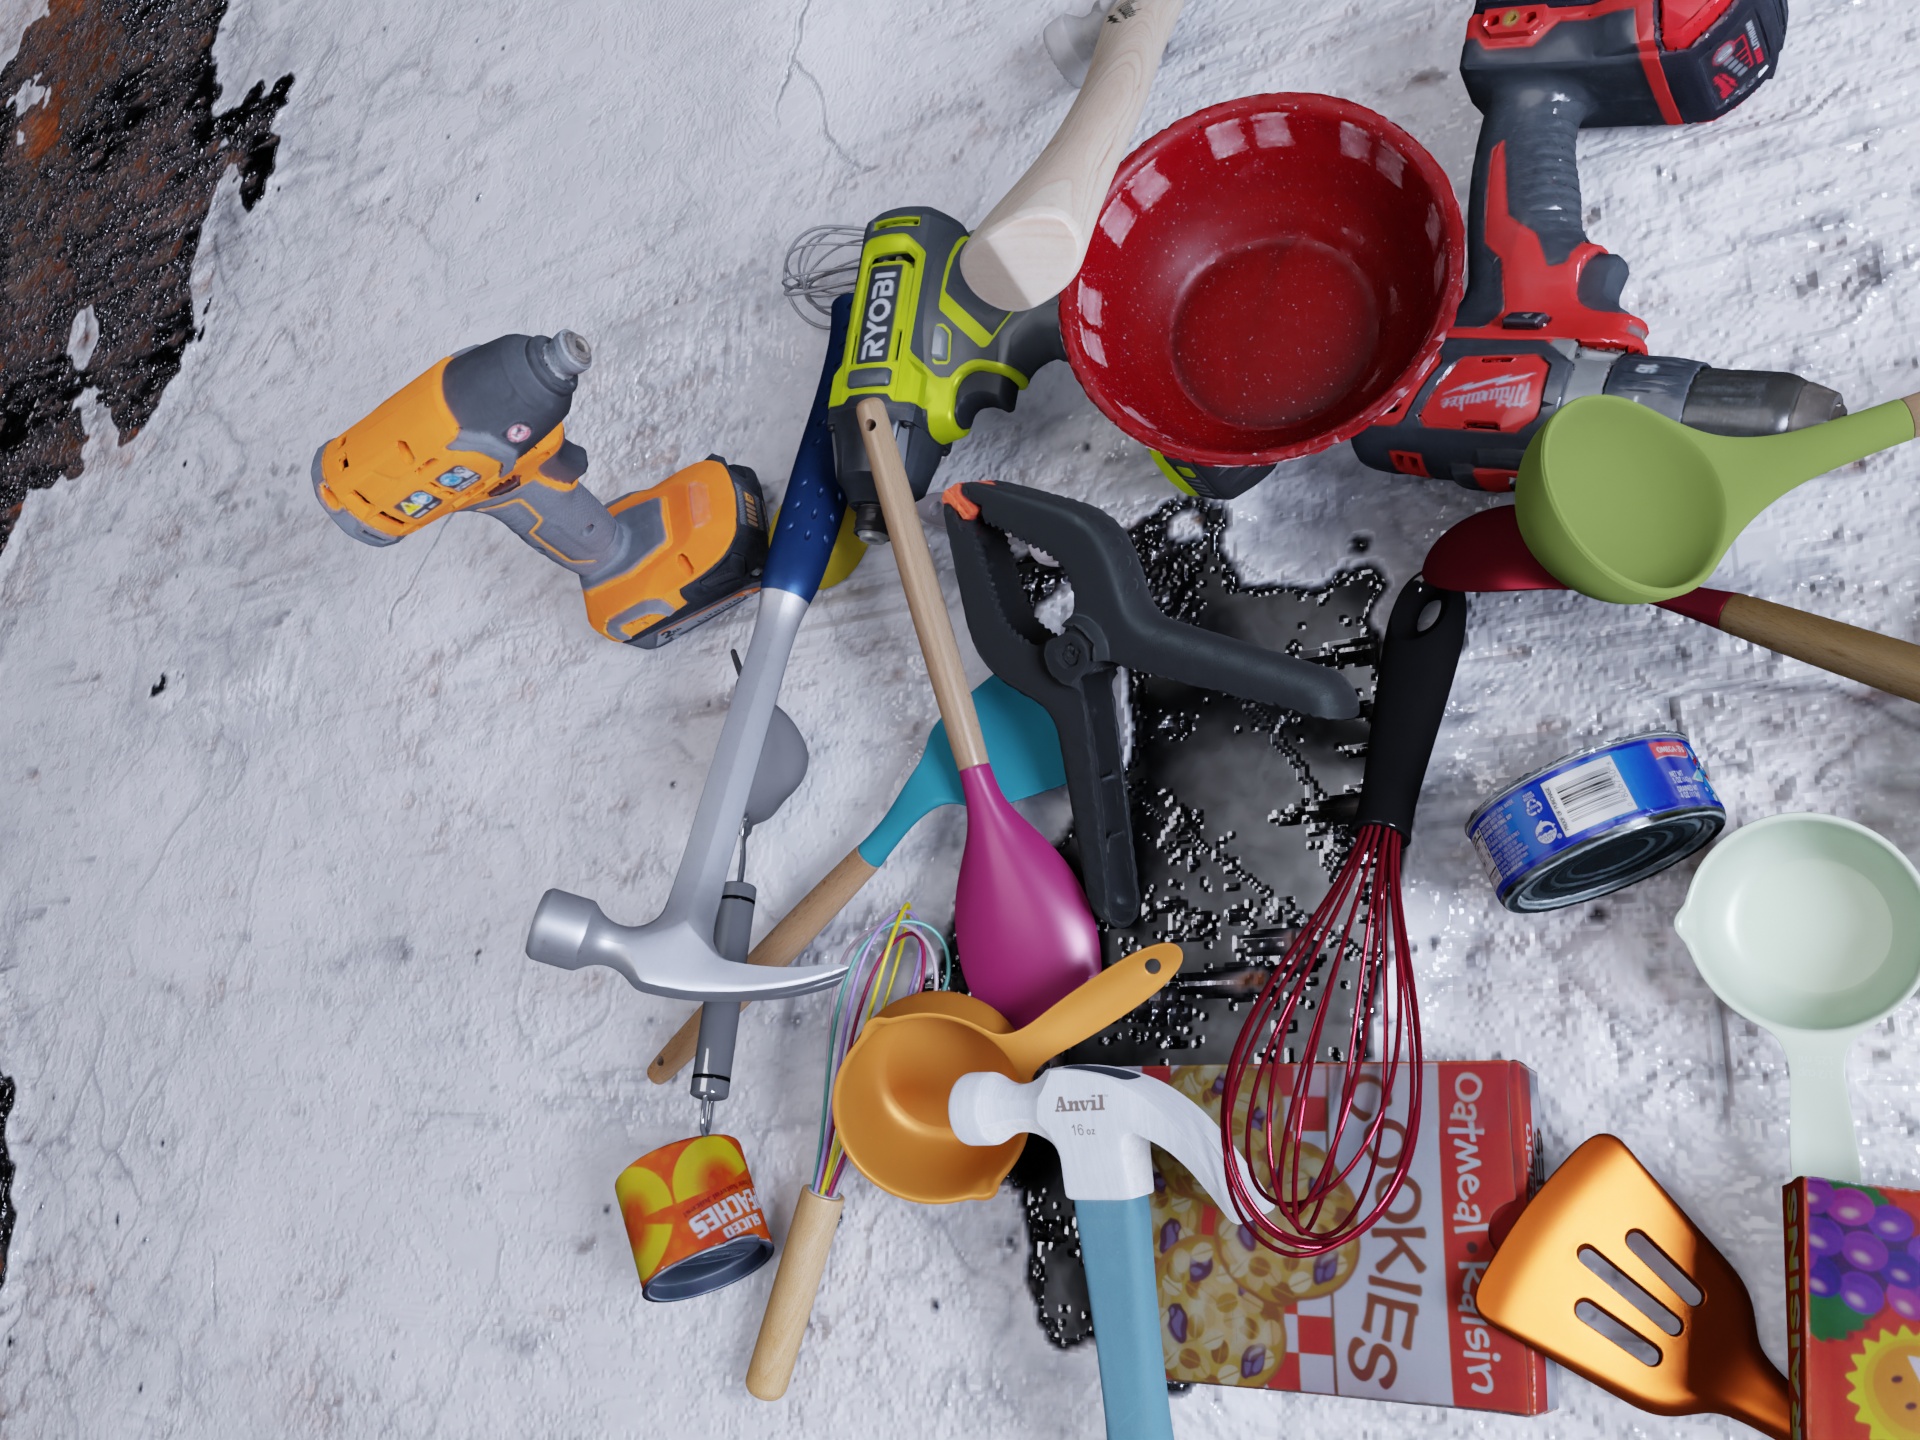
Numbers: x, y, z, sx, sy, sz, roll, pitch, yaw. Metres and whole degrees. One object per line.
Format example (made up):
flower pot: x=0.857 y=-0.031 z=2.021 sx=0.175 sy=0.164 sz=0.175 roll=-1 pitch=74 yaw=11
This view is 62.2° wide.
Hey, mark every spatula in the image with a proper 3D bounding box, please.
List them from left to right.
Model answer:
spatula: x=-0.055 y=0.088 z=0.811 sx=0.317 sy=0.044 sz=0.082 roll=-45 pitch=56 yaw=20
spatula: x=0.314 y=0.256 z=0.483 sx=0.323 sy=0.041 sz=0.081 roll=35 pitch=80 yaw=36

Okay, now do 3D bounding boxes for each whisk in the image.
whisk: x=-0.058 y=0.206 z=0.766 sx=0.047 sy=0.051 sz=0.245 roll=14 pitch=87 yaw=68
whisk: x=0.001 y=-0.254 z=0.874 sx=0.246 sy=0.058 sz=0.059 roll=2 pitch=110 yaw=32
whisk: x=0.160 y=0.062 z=0.616 sx=0.073 sy=0.073 sz=0.296 roll=0 pitch=57 yaw=35

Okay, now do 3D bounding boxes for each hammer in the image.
hammer: x=-0.087 y=-0.051 z=0.812 sx=0.035 sy=0.144 sz=0.406 roll=123 pitch=163 yaw=-62
hammer: x=0.074 y=-0.279 z=0.687 sx=0.146 sy=0.038 sz=0.411 roll=-26 pitch=26 yaw=29
hammer: x=0.071 y=0.299 z=0.607 sx=0.128 sy=0.033 sz=0.331 roll=-13 pitch=79 yaw=34

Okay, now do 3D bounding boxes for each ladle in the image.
ladle: x=0.290 y=-0.028 z=0.550 sx=0.069 sy=0.031 sz=0.316 roll=-28 pitch=34 yaw=-24
ladle: x=0.348 y=-0.115 z=0.533 sx=0.320 sy=0.062 sz=0.078 roll=-18 pitch=75 yaw=13

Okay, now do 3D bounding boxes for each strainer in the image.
strainer: x=-0.111 y=0.082 z=0.815 sx=0.050 sy=0.086 sz=0.259 roll=5 pitch=67 yaw=1

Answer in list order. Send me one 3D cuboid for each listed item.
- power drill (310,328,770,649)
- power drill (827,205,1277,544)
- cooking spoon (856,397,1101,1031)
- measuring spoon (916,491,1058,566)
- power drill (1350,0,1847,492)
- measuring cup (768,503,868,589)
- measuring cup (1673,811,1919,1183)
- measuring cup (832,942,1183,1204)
power drill: x=-0.201 y=-0.125 z=0.852 sx=0.164 sy=0.226 sz=0.084 roll=-26 pitch=62 yaw=26
power drill: x=0.041 y=-0.170 z=0.776 sx=0.223 sy=0.080 sz=0.171 roll=3 pitch=78 yaw=30
cooking spoon: x=-0.001 y=-0.002 z=0.749 sx=0.069 sy=0.017 sz=0.319 roll=-18 pitch=82 yaw=18
measuring spoon: x=0.022 y=-0.102 z=0.826 sx=0.124 sy=0.018 sz=0.034 roll=19 pitch=86 yaw=44
power drill: x=0.271 y=-0.198 z=0.644 sx=0.188 sy=0.080 sz=0.227 roll=13 pitch=85 yaw=37
measuring cup: x=-0.076 y=-0.152 z=0.897 sx=0.062 sy=0.029 sz=0.156 roll=-2 pitch=75 yaw=34
measuring cup: x=0.298 y=0.116 z=0.549 sx=0.083 sy=0.038 sz=0.168 roll=-6 pitch=82 yaw=33
measuring cup: x=0.024 y=0.143 z=0.710 sx=0.173 sy=0.052 sz=0.095 roll=-34 pitch=93 yaw=8
